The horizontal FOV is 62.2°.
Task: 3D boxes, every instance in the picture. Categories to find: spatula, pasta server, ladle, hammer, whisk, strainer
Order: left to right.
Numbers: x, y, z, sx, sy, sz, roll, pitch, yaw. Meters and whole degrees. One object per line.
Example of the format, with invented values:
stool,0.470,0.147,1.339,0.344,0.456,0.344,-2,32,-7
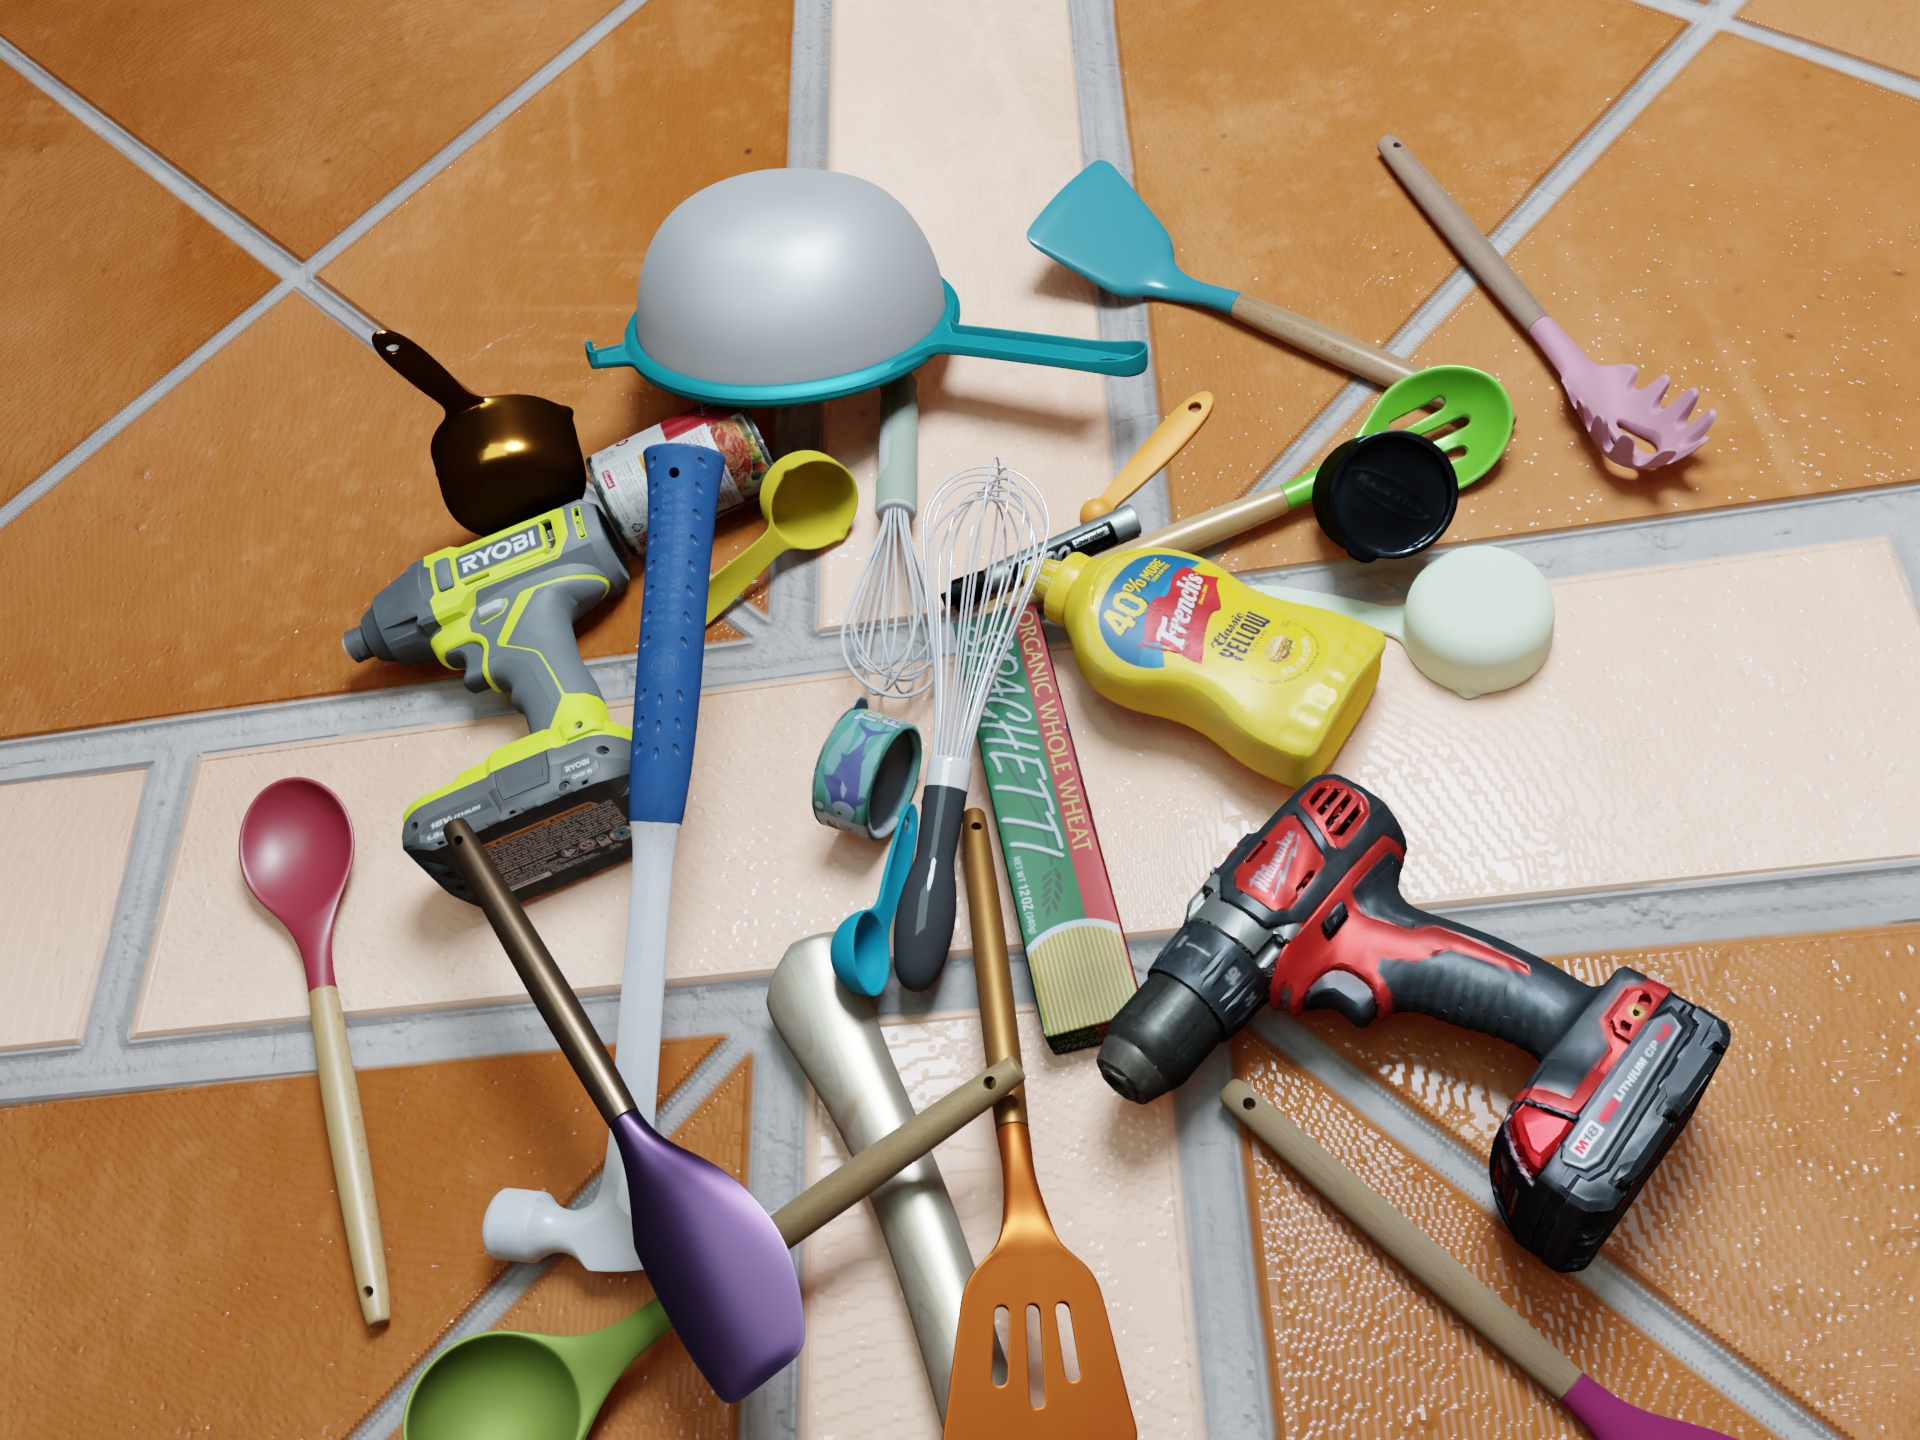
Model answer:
ladle,-0.336,0.167,0.849,0.069,0.031,0.316,-25,60,2
spatula,-0.165,0.161,0.732,0.060,0.018,0.316,-38,63,-3
hammer,-0.146,0.062,0.787,0.144,0.035,0.406,1,81,11
ladle,-0.107,0.243,0.705,0.320,0.062,0.078,-35,67,4
strainer,-0.051,-0.268,0.948,0.340,0.095,0.211,13,43,22
whisk,-0.039,-0.116,0.931,0.059,0.057,0.247,13,54,-19
whisk,-0.001,-0.002,0.819,0.070,0.070,0.285,5,75,16
hammer,0.007,0.270,0.704,0.146,0.038,0.411,-23,58,-2
spatula,0.020,0.173,0.740,0.081,0.041,0.323,-2,47,-5
spatula,0.187,-0.246,0.953,0.318,0.044,0.082,32,69,26
pasta server,0.326,-0.253,0.928,0.060,0.040,0.317,-17,56,-11

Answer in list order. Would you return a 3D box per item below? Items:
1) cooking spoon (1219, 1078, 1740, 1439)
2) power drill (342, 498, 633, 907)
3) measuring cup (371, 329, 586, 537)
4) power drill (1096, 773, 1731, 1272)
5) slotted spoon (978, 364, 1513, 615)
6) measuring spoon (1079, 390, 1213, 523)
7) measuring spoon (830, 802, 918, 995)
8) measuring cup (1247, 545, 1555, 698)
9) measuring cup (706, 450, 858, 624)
cooking spoon,0.233,0.260,0.666,0.069,0.017,0.319,-44,61,-13
power drill,-0.262,-0.012,0.908,0.171,0.080,0.223,-22,54,-1
measuring cup,-0.282,-0.162,0.921,0.095,0.173,0.052,-25,66,7
power drill,0.191,0.141,0.705,0.227,0.080,0.188,34,66,30
slotted spoon,0.157,-0.117,0.894,0.314,0.031,0.070,-22,86,3
measuring spoon,0.111,-0.157,0.937,0.021,0.011,0.117,35,74,28
measuring spoon,-0.044,0.087,0.808,0.021,0.042,0.129,-9,35,20
measuring cup,0.227,-0.063,0.840,0.167,0.038,0.083,9,63,16
measuring cup,-0.128,-0.100,0.946,0.156,0.062,0.029,-42,40,1
